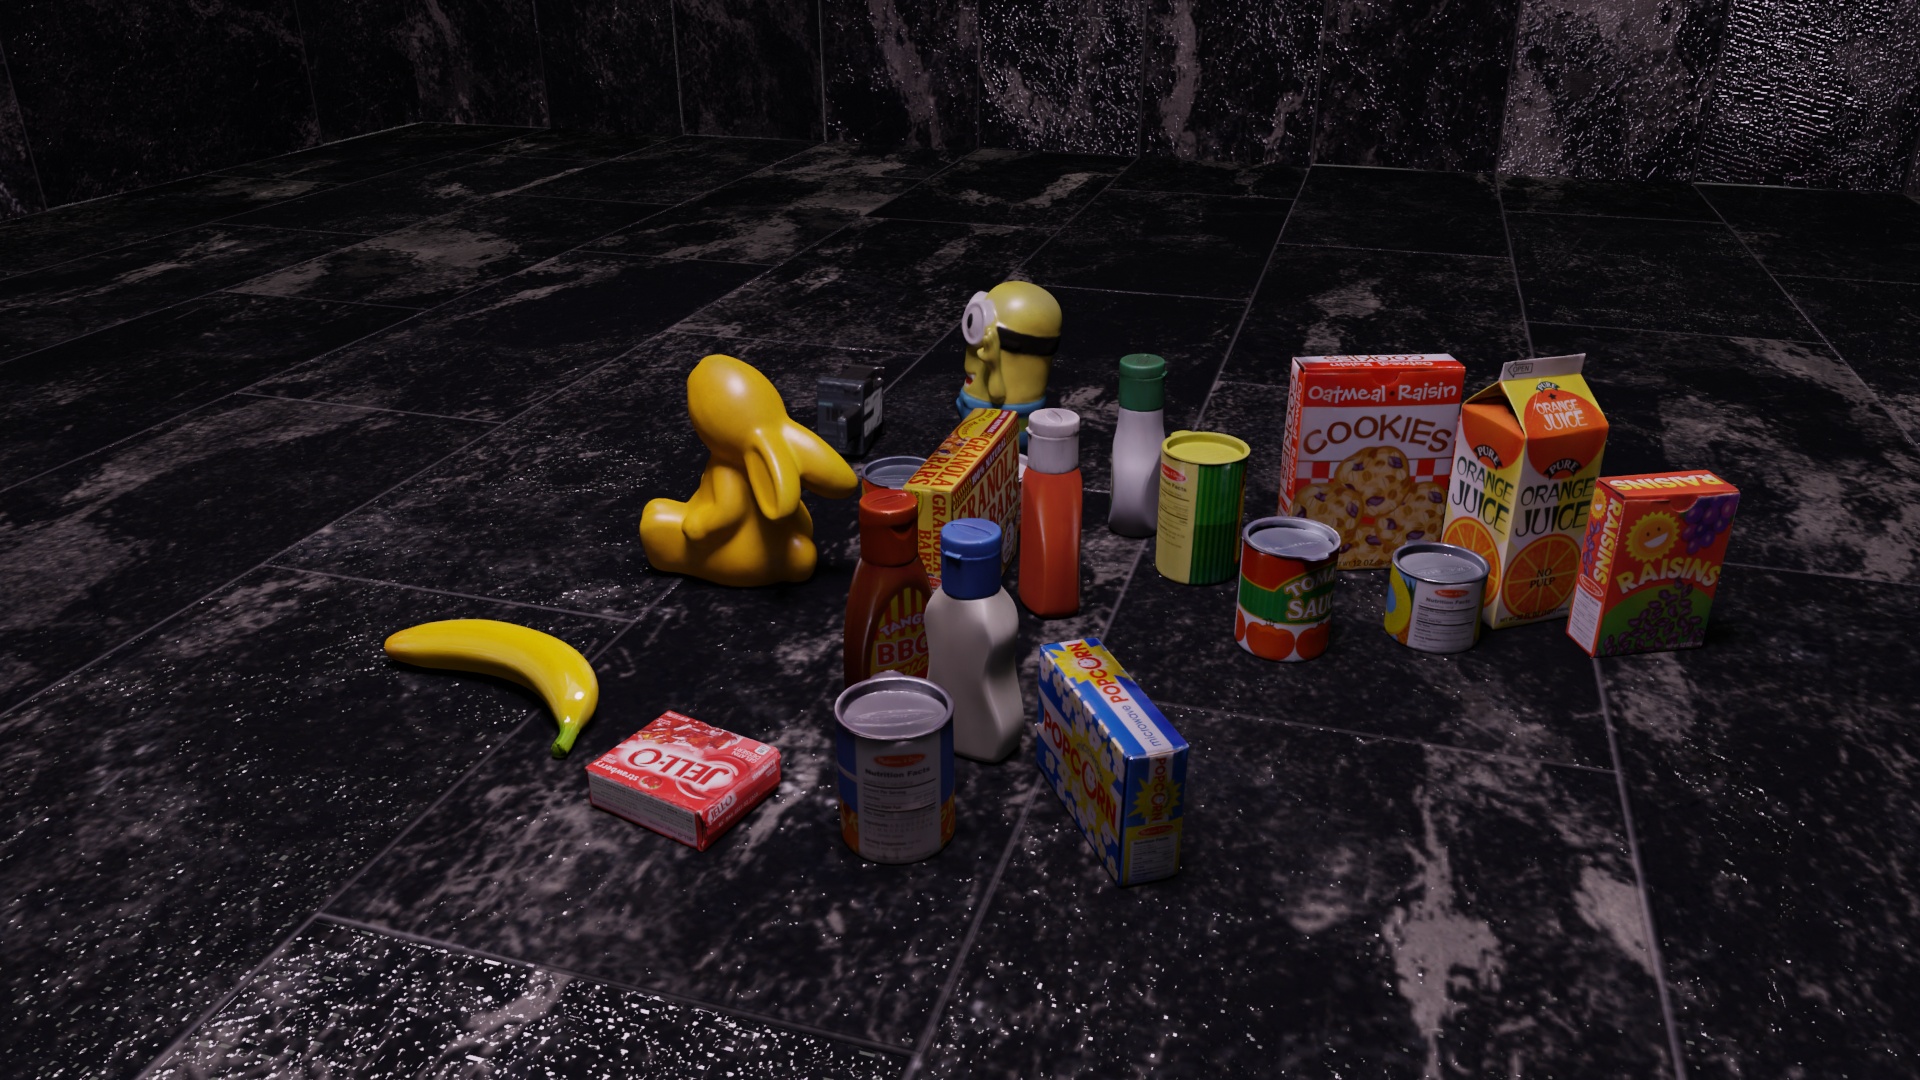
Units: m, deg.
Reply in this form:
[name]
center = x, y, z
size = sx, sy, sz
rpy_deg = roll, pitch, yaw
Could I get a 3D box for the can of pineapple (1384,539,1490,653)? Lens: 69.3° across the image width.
[can of pineapple]
center = 0.338, 0.039, 0.990
size = 0.071, 0.057, 0.071
rpy_deg = 0, 25, 0

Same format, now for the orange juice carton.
[orange juice carton]
center = 0.405, -0.040, 1.000
size = 0.072, 0.191, 0.073
rpy_deg = -8, 26, -16

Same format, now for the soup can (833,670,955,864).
[soup can]
center = -0.036, 0.126, 0.779
size = 0.071, 0.083, 0.071
rpy_deg = 0, 25, 0

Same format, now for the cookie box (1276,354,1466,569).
[cookie box]
center = 0.313, -0.059, 1.070
size = 0.123, 0.166, 0.040
rpy_deg = -2, 25, -3

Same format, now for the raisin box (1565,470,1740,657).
[raisin box]
center = 0.477, 0.016, 0.961
size = 0.086, 0.122, 0.040
rpy_deg = -4, 25, -7

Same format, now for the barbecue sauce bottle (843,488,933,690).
[barbecue sauce bottle]
center = -0.044, 0.041, 0.883
size = 0.065, 0.147, 0.044
rpy_deg = -16, 29, -30

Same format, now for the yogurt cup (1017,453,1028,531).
[yogurt cup]
center = 0.029, -0.039, 1.164
size = 0.072, 0.053, 0.073
rpy_deg = 0, 25, 0

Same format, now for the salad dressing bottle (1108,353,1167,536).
[salad dressing bottle]
center = 0.146, -0.077, 1.135
size = 0.044, 0.147, 0.064
rpy_deg = 9, 26, 19

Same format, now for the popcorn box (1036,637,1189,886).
[popcorn box]
center = 0.083, 0.122, 0.786
size = 0.038, 0.084, 0.127
rpy_deg = -8, 26, -16

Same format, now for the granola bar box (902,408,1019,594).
[granola bar box]
center = 0.004, -0.013, 1.027
size = 0.039, 0.123, 0.166
rpy_deg = 7, 26, 16

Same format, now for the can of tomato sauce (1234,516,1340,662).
[can of tomato sauce]
center = 0.229, 0.035, 0.971
size = 0.071, 0.082, 0.071
rpy_deg = 0, 25, 0

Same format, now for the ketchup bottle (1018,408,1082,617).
[ketchup bottle]
center = 0.066, -0.021, 1.015
size = 0.043, 0.148, 0.065
rpy_deg = -6, 25, -11

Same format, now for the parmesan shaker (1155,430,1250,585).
[parmesan shaker]
center = 0.185, -0.026, 1.077
size = 0.071, 0.102, 0.071
rpy_deg = 0, 25, 0

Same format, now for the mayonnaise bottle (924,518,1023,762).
[mayonnaise bottle]
center = 0.007, 0.060, 0.844
size = 0.065, 0.147, 0.041
rpy_deg = 17, 30, 33

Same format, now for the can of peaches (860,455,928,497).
[can of peaches]
center = -0.048, -0.030, 1.142
size = 0.071, 0.057, 0.071
rpy_deg = 0, 25, 0
